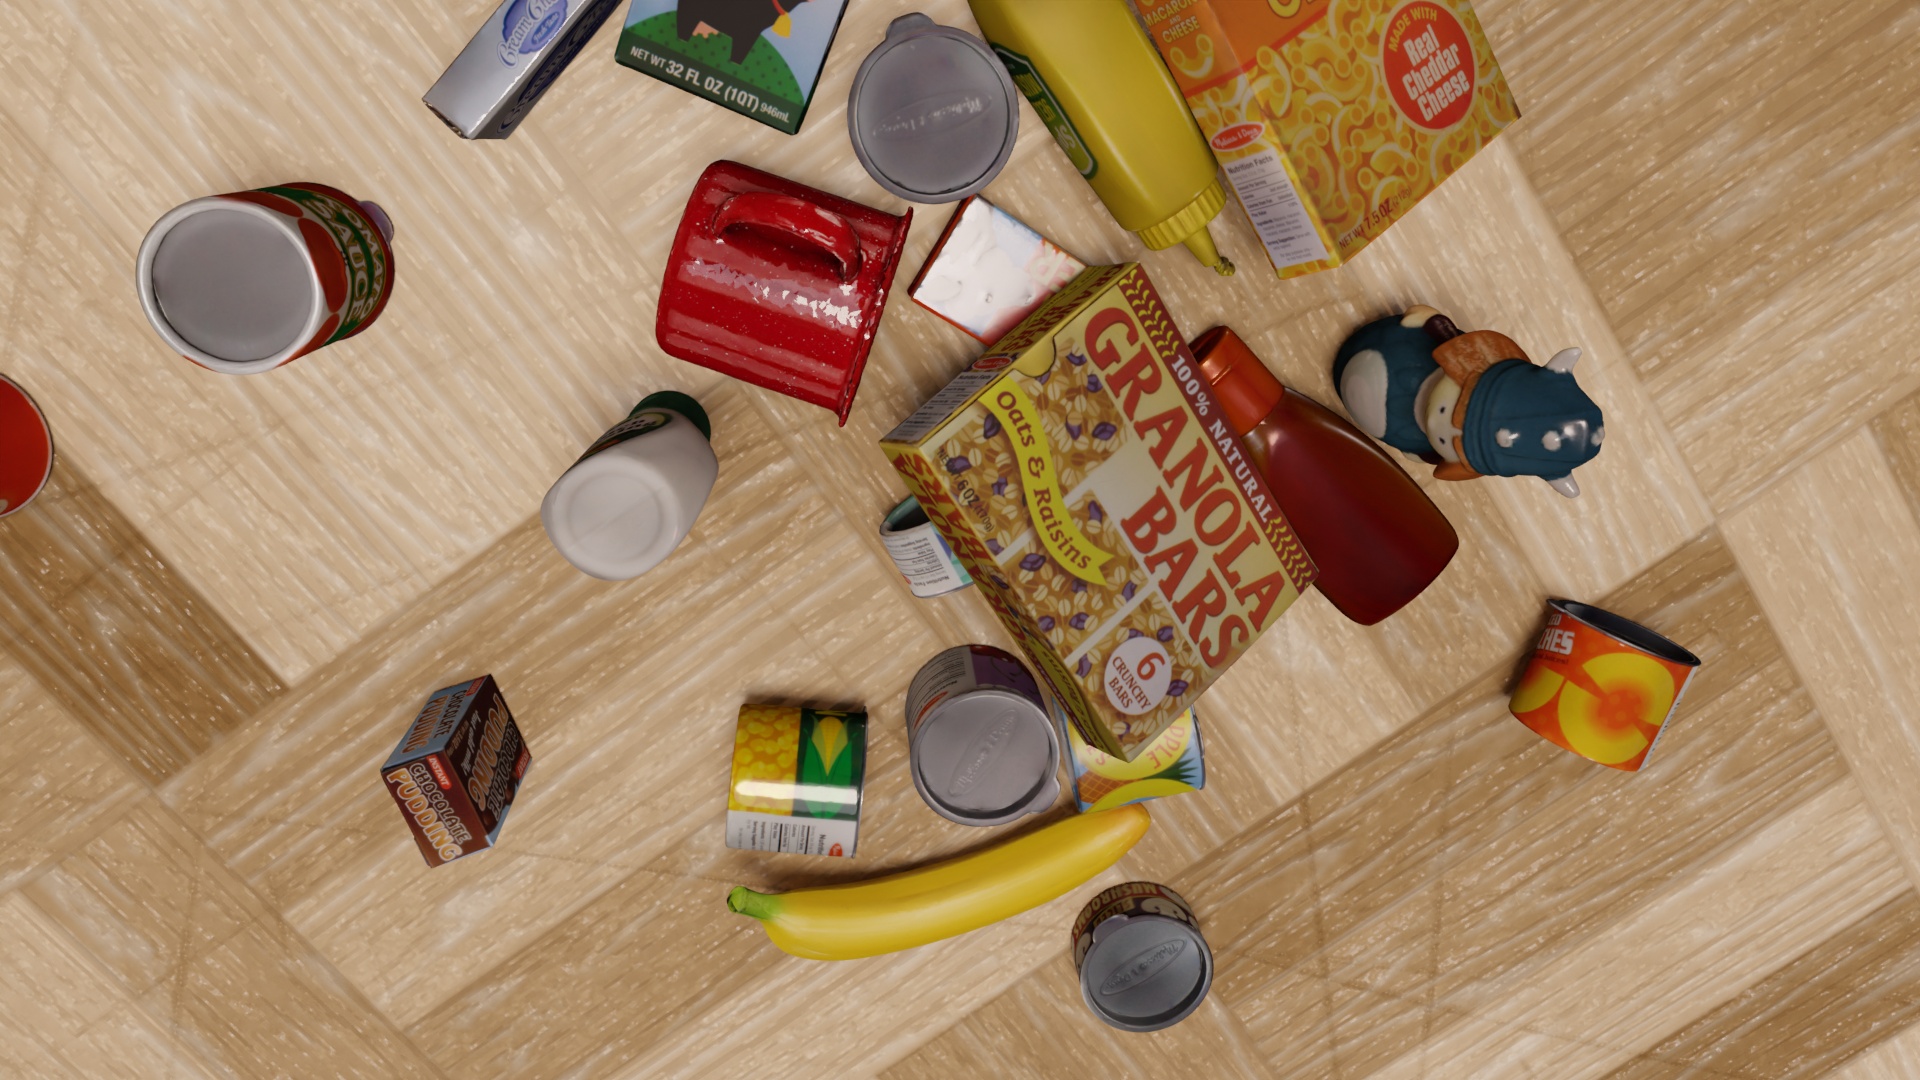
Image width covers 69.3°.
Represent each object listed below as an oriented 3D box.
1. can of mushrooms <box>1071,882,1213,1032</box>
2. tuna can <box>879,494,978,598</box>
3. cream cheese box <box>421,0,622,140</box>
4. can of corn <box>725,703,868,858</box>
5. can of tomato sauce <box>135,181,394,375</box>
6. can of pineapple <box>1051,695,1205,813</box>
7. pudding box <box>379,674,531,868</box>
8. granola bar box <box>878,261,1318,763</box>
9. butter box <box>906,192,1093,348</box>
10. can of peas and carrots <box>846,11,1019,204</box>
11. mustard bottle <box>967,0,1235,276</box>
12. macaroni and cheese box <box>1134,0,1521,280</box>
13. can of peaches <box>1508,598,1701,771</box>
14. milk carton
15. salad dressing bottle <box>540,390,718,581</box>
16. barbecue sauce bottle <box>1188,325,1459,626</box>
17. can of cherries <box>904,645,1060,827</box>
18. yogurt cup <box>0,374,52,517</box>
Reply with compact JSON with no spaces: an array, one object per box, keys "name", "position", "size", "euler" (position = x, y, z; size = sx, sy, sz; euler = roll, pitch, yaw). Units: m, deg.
[{"name":"can of mushrooms","position":[0.088,0.205,0.689],"size":[0.071,0.033,0.070],"euler":[-1,107,-4]},{"name":"tuna can","position":[0.002,-0.008,0.603],"size":[0.071,0.071,0.032],"euler":[-28,106,4]},{"name":"cream cheese box","position":[-0.160,-0.200,0.537],"size":[0.024,0.053,0.103],"euler":[42,99,-13]},{"name":"can of corn","position":[-0.074,0.106,0.630],"size":[0.058,0.071,0.071],"euler":[6,106,-6]},{"name":"can of tomato sauce","position":[-0.265,-0.104,0.540],"size":[0.071,0.083,0.071],"euler":[-1,107,-4]},{"name":"can of pineapple","position":[0.076,0.087,0.635],"size":[0.058,0.071,0.070],"euler":[-12,107,-1]},{"name":"pudding box","position":[-0.217,0.099,0.604],"size":[0.030,0.084,0.049],"euler":[-19,107,1]},{"name":"granola bar box","position":[0.063,-0.011,0.572],"size":[0.124,0.039,0.165],"euler":[-41,111,-18]},{"name":"butter box","position":[0.034,-0.101,0.598],"size":[0.103,0.024,0.053],"euler":[30,101,-13]},{"name":"can of peas and carrots","position":[-0.013,-0.172,0.555],"size":[0.071,0.059,0.070],"euler":[-1,106,-5]},{"name":"mustard bottle","position":[0.066,-0.167,0.562],"size":[0.049,0.065,0.160],"euler":[-38,110,3]},{"name":"macaroni and cheese box","position":[0.137,-0.206,0.543],"size":[0.124,0.040,0.166],"euler":[-39,107,-22]},{"name":"can of peaches","position":[0.298,0.067,0.651],"size":[0.071,0.071,0.058],"euler":[17,105,-10]},{"name":"milk carton","position":[-0.060,-0.255,0.519],"size":[0.072,0.073,0.190],"euler":[20,103,-10]},{"name":"salad dressing bottle","position":[-0.123,-0.028,0.541],"size":[0.064,0.148,0.044],"euler":[-33,106,5]},{"name":"barbecue sauce bottle","position":[0.153,-0.032,0.620],"size":[0.065,0.044,0.148],"euler":[-44,105,8]},{"name":"can of cherries","position":[0.010,0.090,0.635],"size":[0.071,0.058,0.071],"euler":[-2,106,-5]},{"name":"yogurt cup","position":[-0.417,-0.035,0.562],"size":[0.072,0.054,0.072],"euler":[-2,106,-5]}]
